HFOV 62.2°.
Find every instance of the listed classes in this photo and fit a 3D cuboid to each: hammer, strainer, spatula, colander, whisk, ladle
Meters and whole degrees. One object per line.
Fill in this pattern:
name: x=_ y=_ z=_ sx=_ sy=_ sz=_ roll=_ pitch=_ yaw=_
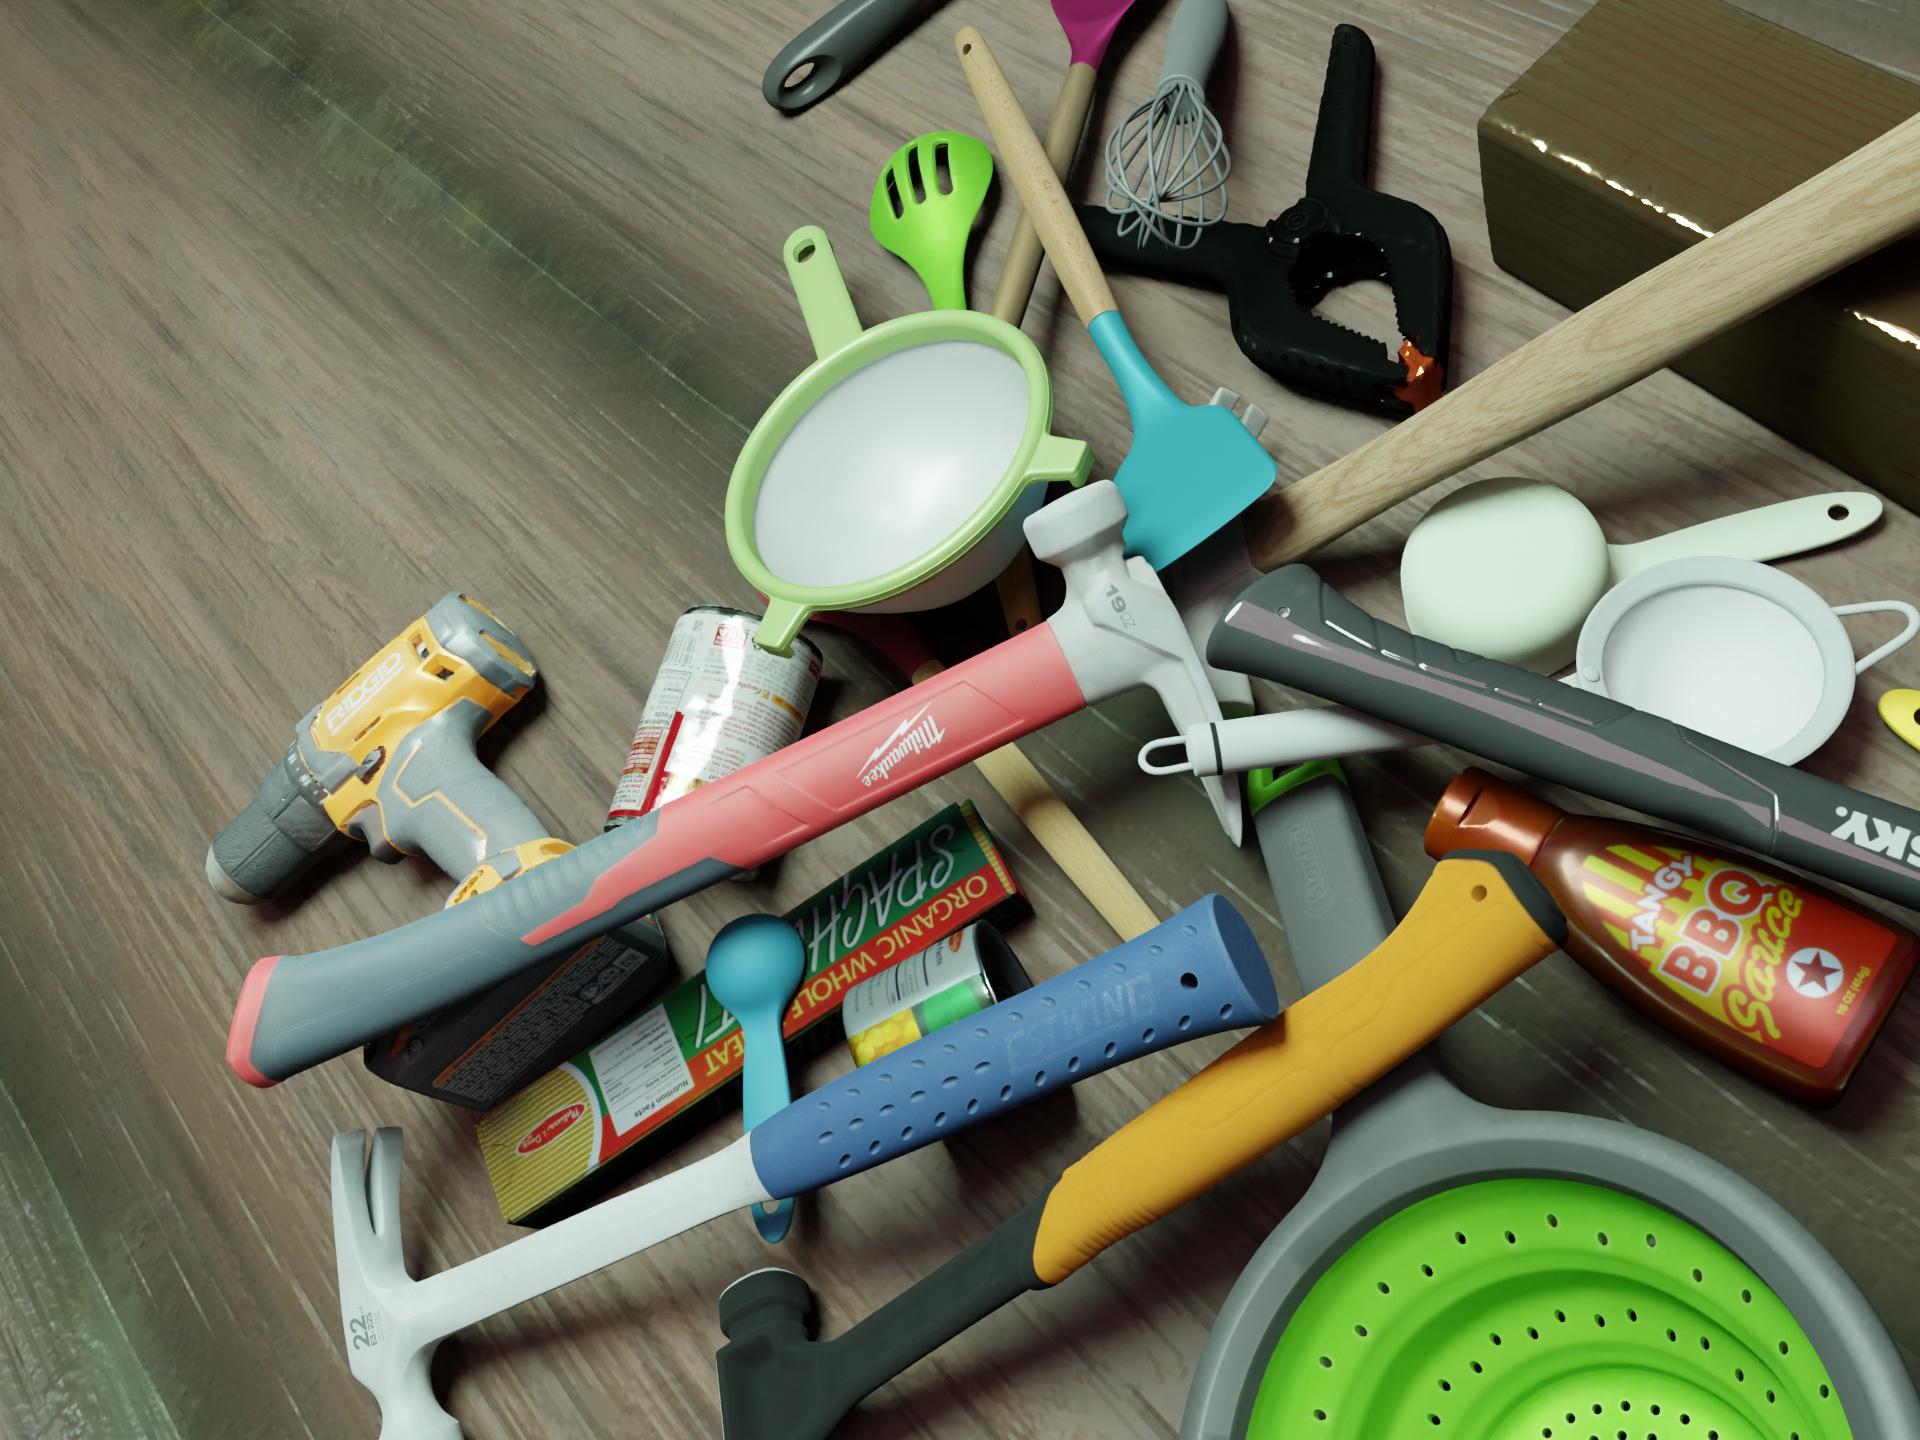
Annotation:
hammer: x=0.233 y=0.027 z=0.487 sx=0.335 sy=0.035 sz=0.146 roll=22 pitch=74 yaw=22
strainer: x=-0.033 y=-0.132 z=0.704 sx=0.151 sy=0.069 sz=0.257 roll=-30 pitch=47 yaw=11
spatula: x=0.048 y=-0.193 z=0.677 sx=0.082 sy=0.044 sz=0.318 roll=-35 pitch=61 yaw=27
colander: x=0.161 y=0.163 z=0.494 sx=0.204 sy=0.094 sz=0.398 roll=-33 pitch=39 yaw=24
hammer: x=0.050 y=0.158 z=0.510 sx=0.337 sy=0.034 sz=0.127 roll=-40 pitch=36 yaw=15
whisk: x=0.012 y=-0.423 z=0.839 sx=0.296 sy=0.073 sz=0.073 roll=-36 pitch=58 yaw=11
hammer: x=0.198 y=-0.117 z=0.561 sx=0.331 sy=0.031 sz=0.130 roll=-30 pitch=55 yaw=36
strainer: x=0.190 y=-0.005 z=0.554 sx=0.258 sy=0.050 sz=0.087 roll=-8 pitch=60 yaw=6
hammer: x=-0.088 y=0.057 z=0.595 sx=0.386 sy=0.038 sz=0.143 roll=-26 pitch=96 yaw=2
ladle: x=-0.001 y=-0.002 z=0.670 sx=0.069 sy=0.031 sz=0.316 roll=-40 pitch=59 yaw=0
hammer: x=-0.079 y=0.155 z=0.564 sx=0.405 sy=0.035 sz=0.144 roll=-29 pitch=72 yaw=23
whisk: x=0.100 y=-0.273 z=0.700 sx=0.055 sy=0.055 sz=0.239 roll=-6 pitch=41 yaw=21

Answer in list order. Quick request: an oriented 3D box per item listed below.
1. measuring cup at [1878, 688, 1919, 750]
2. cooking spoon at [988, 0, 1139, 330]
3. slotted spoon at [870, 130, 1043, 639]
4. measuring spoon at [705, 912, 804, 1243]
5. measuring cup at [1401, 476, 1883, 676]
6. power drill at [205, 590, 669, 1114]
measuring cup: x=0.364 y=0.027 z=0.492 sx=0.157 sy=0.029 sz=0.062 roll=35 pitch=84 yaw=29
cooking spoon: x=0.053 y=-0.292 z=0.764 sx=0.069 sy=0.017 sz=0.319 roll=0 pitch=59 yaw=30
slotted spoon: x=0.004 y=-0.164 z=0.741 sx=0.070 sy=0.031 sz=0.314 roll=-21 pitch=62 yaw=19
measuring spoon: x=-0.079 y=0.133 z=0.608 sx=0.042 sy=0.021 sz=0.129 roll=-17 pitch=61 yaw=16
measuring cup: x=0.245 y=-0.065 z=0.581 sx=0.167 sy=0.038 sz=0.083 roll=-13 pitch=63 yaw=20
power drill: x=-0.247 y=0.069 z=0.716 sx=0.185 sy=0.084 sz=0.226 roll=-42 pitch=54 yaw=4
